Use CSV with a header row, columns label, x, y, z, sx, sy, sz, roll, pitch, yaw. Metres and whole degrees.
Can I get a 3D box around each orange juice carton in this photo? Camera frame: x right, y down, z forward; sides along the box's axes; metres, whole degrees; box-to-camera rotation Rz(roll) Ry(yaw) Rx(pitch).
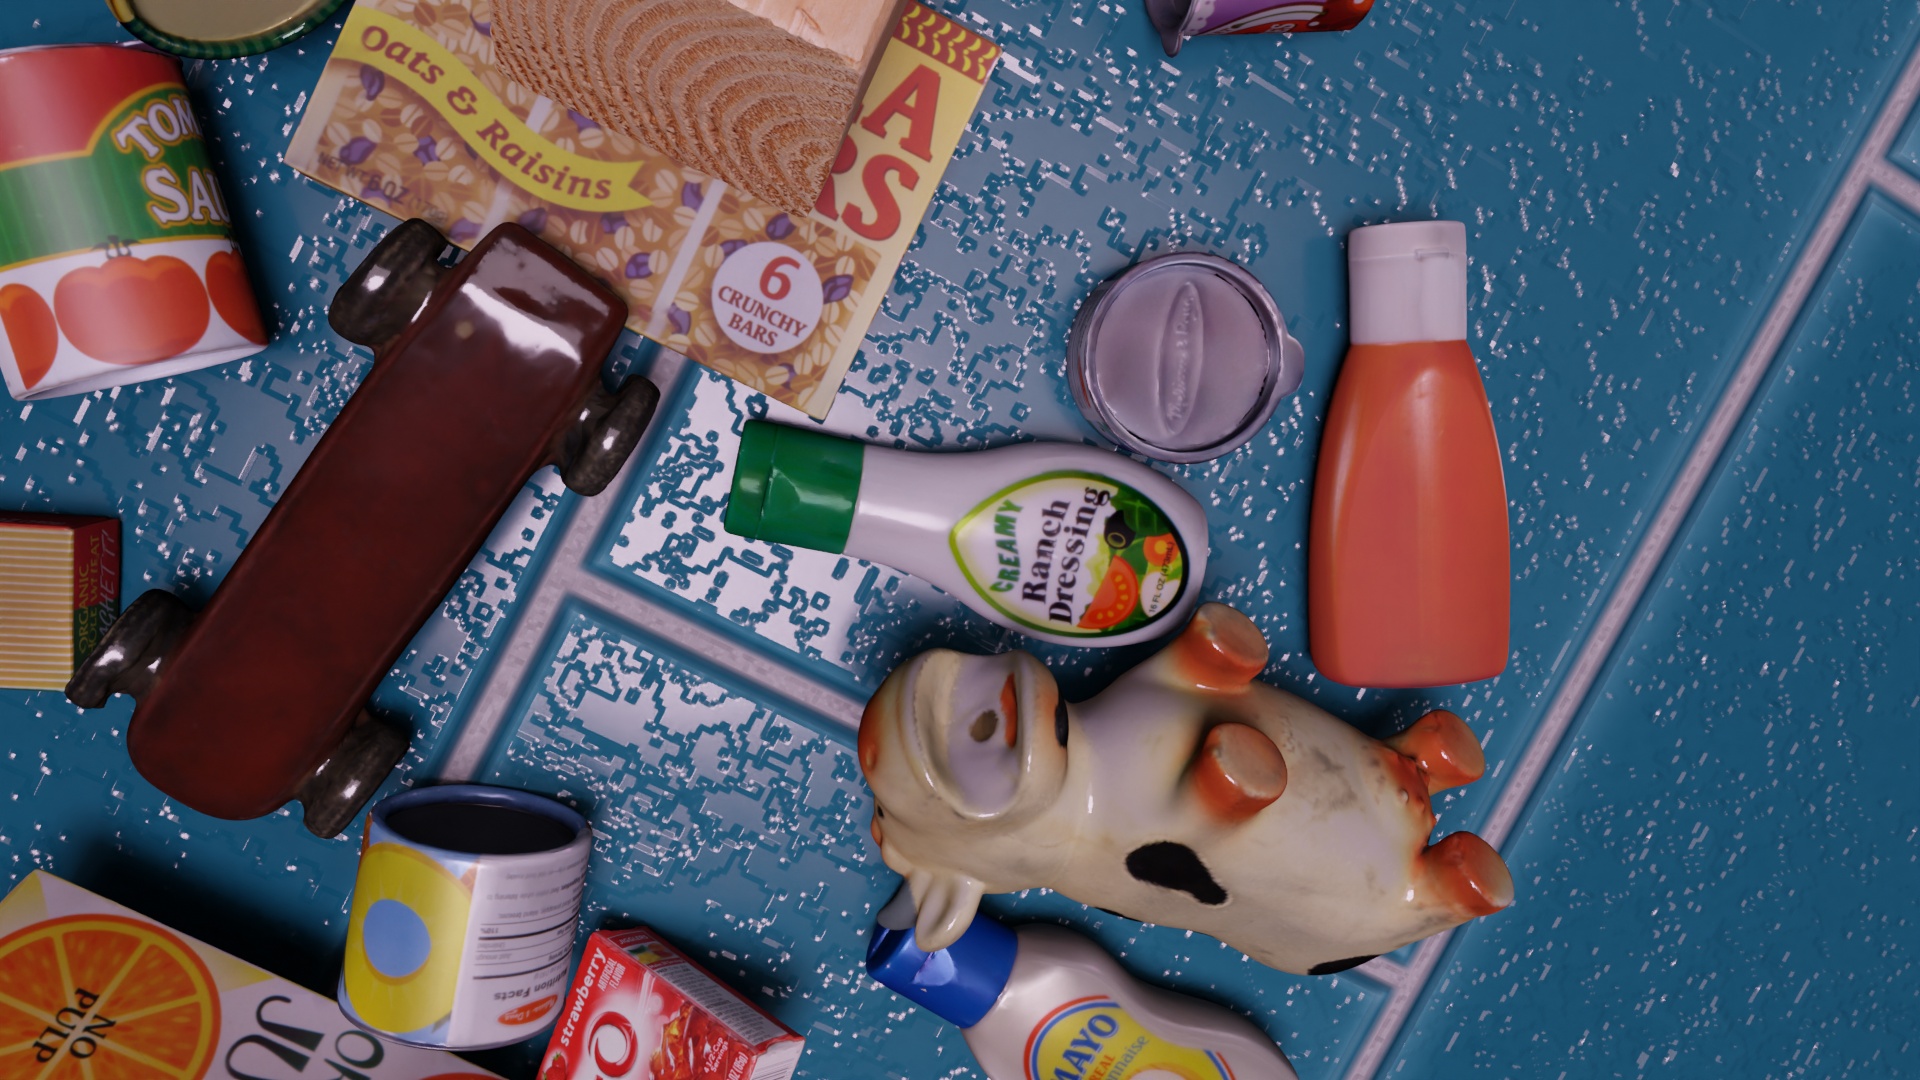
label,x,y,z,sx,sy,sz,roll,pitch,yaw
orange juice carton,-0.205,0.181,0.404,0.193,0.073,0.071,29,127,-10

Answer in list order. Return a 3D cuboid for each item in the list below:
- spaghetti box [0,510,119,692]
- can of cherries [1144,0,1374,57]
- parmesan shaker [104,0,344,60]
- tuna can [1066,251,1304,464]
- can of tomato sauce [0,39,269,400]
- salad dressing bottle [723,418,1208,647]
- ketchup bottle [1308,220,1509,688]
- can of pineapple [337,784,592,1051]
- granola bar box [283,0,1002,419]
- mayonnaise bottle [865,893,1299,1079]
label,x,y,z,sx,sy,sz,roll,pitch,yaw
spaghetti box,-0.379,0.011,0.394,0.250,0.029,0.050,3,96,-9
can of cherries,0.090,-0.184,0.418,0.058,0.071,0.071,-5,98,-8
parmesan shaker,-0.210,-0.184,0.361,0.071,0.071,0.103,-32,82,-3
tuna can,0.071,-0.058,0.446,0.071,0.033,0.071,-1,97,-8
can of tomato sauce,-0.236,-0.087,0.383,0.071,0.071,0.083,-15,100,-6
salad dressing bottle,0.002,-0.005,0.437,0.148,0.044,0.064,11,103,-9
ketchup bottle,0.147,-0.028,0.455,0.065,0.043,0.148,-3,97,-8
can of pineapple,-0.150,0.111,0.420,0.071,0.071,0.057,10,95,-9
granola bar box,-0.090,-0.126,0.412,0.165,0.039,0.124,25,93,-10
mayonnaise bottle,0.039,0.165,0.465,0.148,0.041,0.064,33,93,-11
